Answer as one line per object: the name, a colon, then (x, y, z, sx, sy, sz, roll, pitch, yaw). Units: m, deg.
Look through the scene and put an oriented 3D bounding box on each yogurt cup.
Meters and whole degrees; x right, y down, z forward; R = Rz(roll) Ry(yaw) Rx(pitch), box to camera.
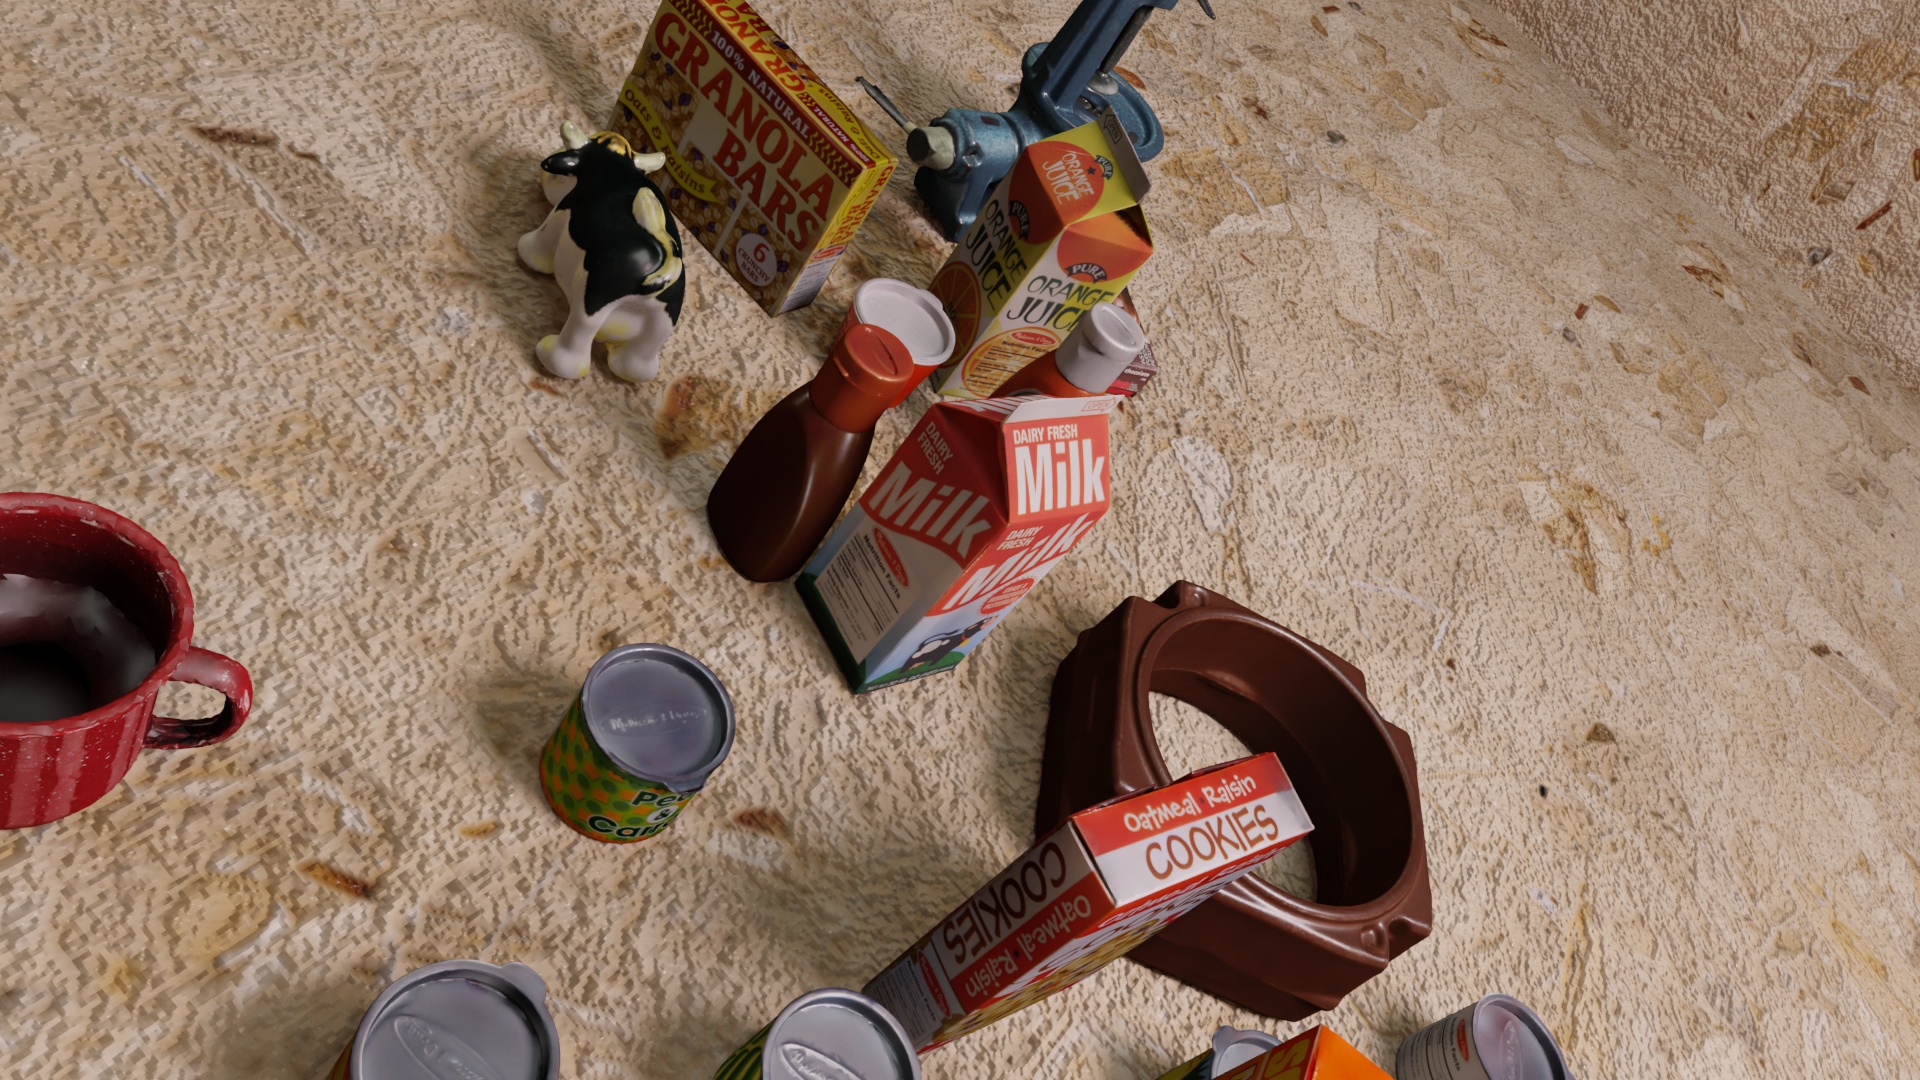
yogurt cup: (-0.045, -0.117, 0.844, 0.072, 0.053, 0.073, 21, 44, -22)

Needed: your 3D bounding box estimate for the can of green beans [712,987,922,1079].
can of green beans: (-0.057, 0.214, 0.531, 0.071, 0.057, 0.071, 21, 44, -22)

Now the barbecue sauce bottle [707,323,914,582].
barbecue sauce bottle: (-0.074, -0.044, 0.682, 0.044, 0.147, 0.065, -10, 61, -43)

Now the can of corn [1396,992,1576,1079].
can of corn: (0.275, 0.281, 0.727, 0.071, 0.058, 0.071, 21, 44, -22)

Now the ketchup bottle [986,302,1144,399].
ketchup bottle: (0.050, -0.075, 0.806, 0.065, 0.148, 0.044, 51, 41, 11)

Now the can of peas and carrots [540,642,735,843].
can of peas and carrots: (-0.135, 0.088, 0.584, 0.071, 0.058, 0.071, 21, 44, -22)

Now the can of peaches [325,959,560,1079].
can of peaches: (-0.175, 0.182, 0.469, 0.071, 0.057, 0.071, 21, 44, -22)

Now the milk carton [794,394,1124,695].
milk carton: (0.002, -0.008, 0.676, 0.072, 0.189, 0.073, -10, 61, -43)

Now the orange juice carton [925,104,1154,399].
orange juice carton: (0.051, -0.173, 0.862, 0.073, 0.191, 0.072, 5, 51, -35)

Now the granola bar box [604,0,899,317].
granola bar box: (-0.130, -0.236, 0.831, 0.165, 0.123, 0.039, 47, 40, 8)

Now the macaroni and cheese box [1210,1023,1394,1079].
macaroni and cheese box: (0.080, 0.263, 0.508, 0.040, 0.165, 0.124, 39, 40, -3)

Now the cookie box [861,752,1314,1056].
cookie box: (0.051, 0.154, 0.584, 0.123, 0.166, 0.040, -8, 59, -42)

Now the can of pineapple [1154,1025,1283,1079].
can of pineapple: (0.122, 0.262, 0.627, 0.071, 0.057, 0.071, 21, 44, -22)
